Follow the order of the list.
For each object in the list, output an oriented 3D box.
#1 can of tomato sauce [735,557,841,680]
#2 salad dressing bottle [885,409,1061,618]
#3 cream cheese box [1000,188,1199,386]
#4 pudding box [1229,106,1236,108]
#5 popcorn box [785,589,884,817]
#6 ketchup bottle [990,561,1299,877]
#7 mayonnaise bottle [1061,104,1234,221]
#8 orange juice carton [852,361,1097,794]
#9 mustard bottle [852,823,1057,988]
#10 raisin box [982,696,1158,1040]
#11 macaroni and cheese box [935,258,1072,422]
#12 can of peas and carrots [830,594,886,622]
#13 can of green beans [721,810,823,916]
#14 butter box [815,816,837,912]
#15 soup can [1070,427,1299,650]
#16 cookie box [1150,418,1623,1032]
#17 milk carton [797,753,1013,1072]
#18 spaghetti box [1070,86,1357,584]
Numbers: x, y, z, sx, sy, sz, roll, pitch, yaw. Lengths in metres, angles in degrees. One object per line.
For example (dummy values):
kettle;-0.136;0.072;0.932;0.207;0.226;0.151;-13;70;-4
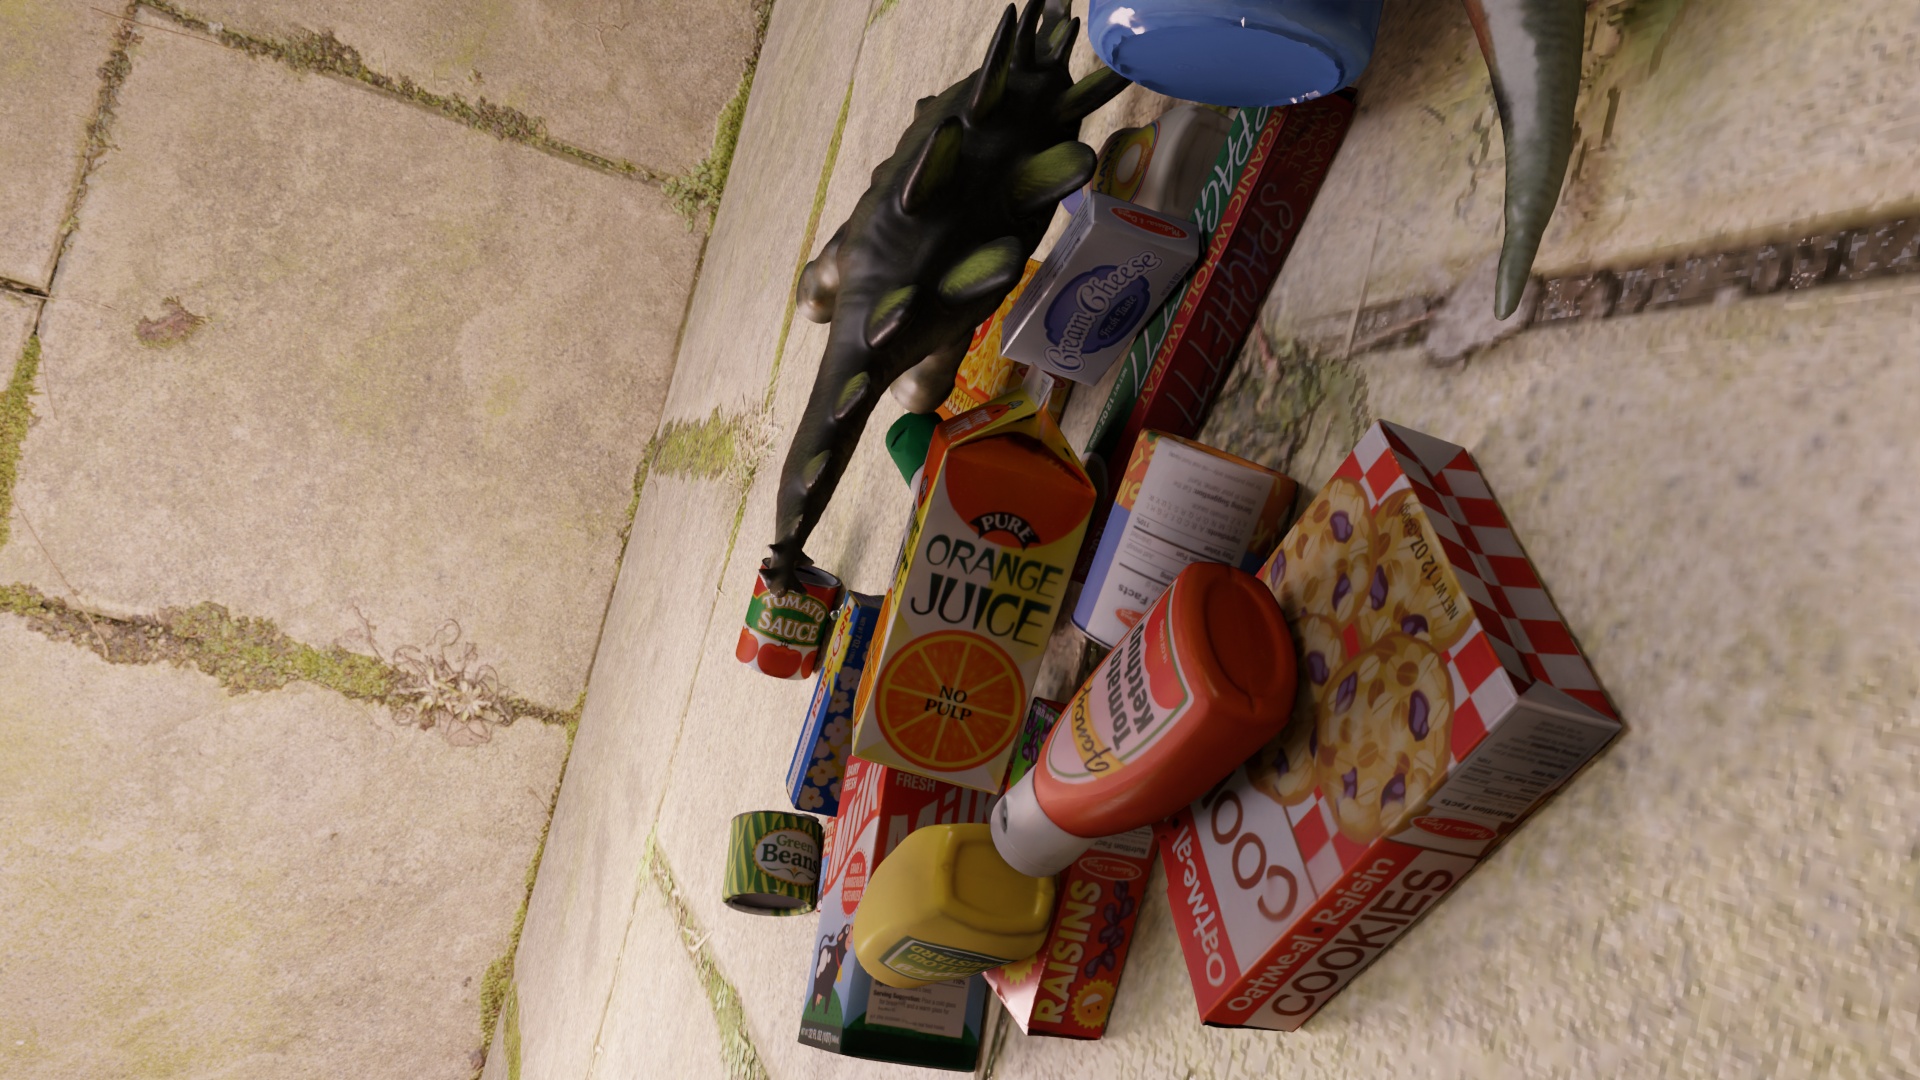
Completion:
can of tomato sauce;-0.140;0.064;1.126;0.071;0.071;0.083;-137;63;-68
salad dressing bottle;0.003;-0.009;0.753;0.064;0.044;0.148;-50;50;27
cream cheese box;0.062;-0.115;0.644;0.103;0.053;0.024;128;153;-54
pudding box;0.129;-0.255;0.661;0.030;0.050;0.083;-98;30;-45
popcorn box;-0.042;0.100;0.802;0.038;0.085;0.126;-137;64;-69
ketchup bottle;0.059;0.073;0.489;0.148;0.043;0.065;126;154;-44
mayonnaise bottle;0.093;-0.186;0.721;0.148;0.041;0.064;-148;75;-70
orange juice carton;0.009;0.012;0.650;0.072;0.073;0.192;-105;32;-76
mustard bottle;-0.013;0.163;0.596;0.159;0.065;0.049;128;155;-57
raisin box;0.045;0.140;0.605;0.086;0.040;0.123;-157;82;-69
macaroni and cheese box;0.022;-0.088;0.839;0.124;0.040;0.166;-132;60;-68
can of peas and carrots;-0.049;0.073;0.864;0.070;0.071;0.059;136;144;-55
can of green beans;-0.132;0.229;0.980;0.071;0.071;0.058;133;146;-53
butter box;-0.068;0.187;0.900;0.053;0.024;0.104;139;141;-57
soup can;0.089;0.004;0.553;0.071;0.071;0.083;-136;64;-68
cookie box;0.121;0.063;0.456;0.123;0.040;0.166;-97;30;-48
milk carton;-0.024;0.168;0.721;0.072;0.073;0.191;148;134;-63
spaghetti box;0.105;-0.094;0.637;0.050;0.029;0.249;-112;42;-62
